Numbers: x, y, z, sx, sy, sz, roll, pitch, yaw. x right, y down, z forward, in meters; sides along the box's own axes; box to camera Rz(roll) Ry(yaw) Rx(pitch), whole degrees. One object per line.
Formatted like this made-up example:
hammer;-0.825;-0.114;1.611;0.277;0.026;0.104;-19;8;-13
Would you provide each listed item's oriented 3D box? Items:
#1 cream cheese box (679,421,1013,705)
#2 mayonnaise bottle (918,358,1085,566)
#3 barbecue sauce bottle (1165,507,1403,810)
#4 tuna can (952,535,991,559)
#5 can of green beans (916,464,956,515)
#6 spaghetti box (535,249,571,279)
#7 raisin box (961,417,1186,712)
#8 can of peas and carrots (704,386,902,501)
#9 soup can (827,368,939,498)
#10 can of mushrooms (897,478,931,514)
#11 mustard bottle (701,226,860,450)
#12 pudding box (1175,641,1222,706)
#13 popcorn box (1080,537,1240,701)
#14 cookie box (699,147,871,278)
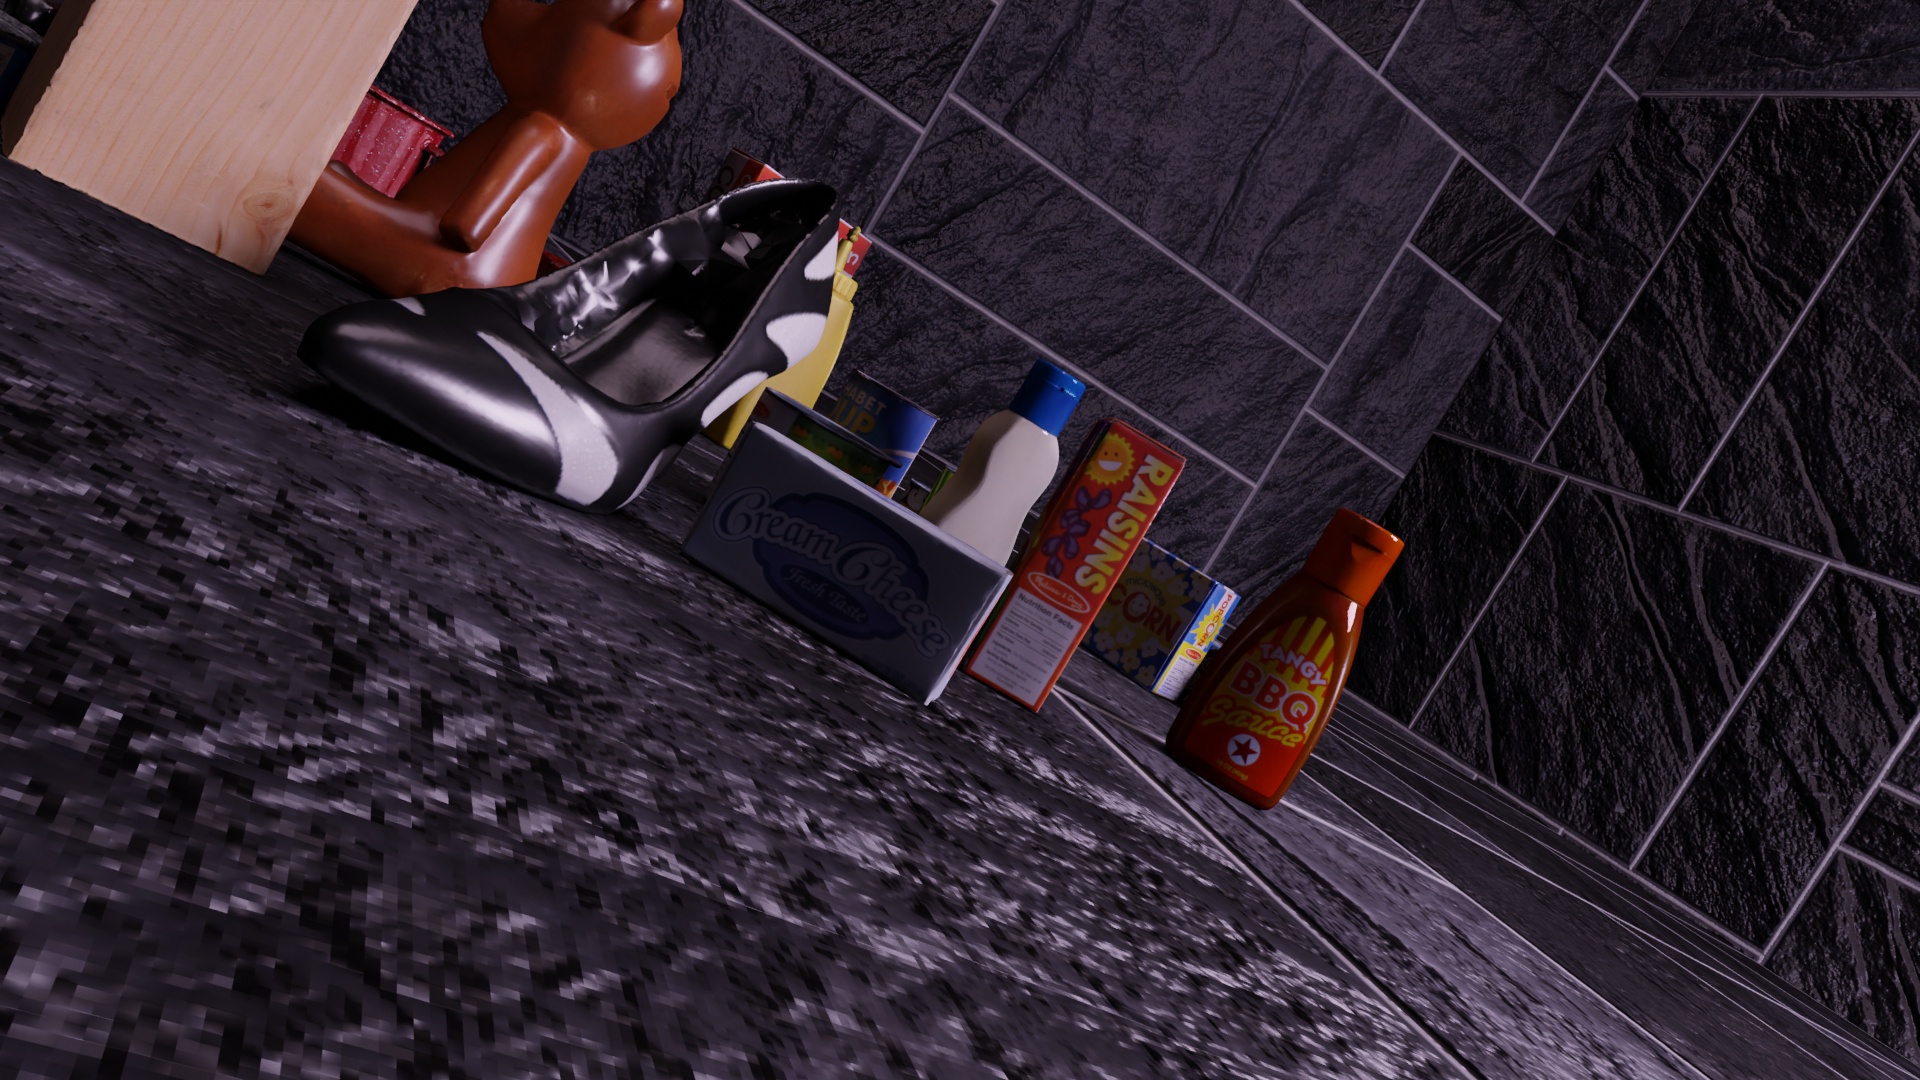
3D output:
cream cheese box;-0.040;0.007;0.481;0.104;0.053;0.024;31;4;5
mayonnaise bottle;0.026;-0.043;0.879;0.064;0.148;0.041;28;4;-33
barbecue sauce bottle;0.164;0.056;0.687;0.065;0.148;0.044;31;4;4
tuna can;-0.001;0.020;0.739;0.071;0.033;0.071;31;4;-2
can of green beans;0.003;-0.012;0.977;0.071;0.058;0.071;31;4;-2
spaghetti box;-0.214;-0.118;0.751;0.028;0.050;0.250;29;5;-31
raisin box;0.047;0.007;0.611;0.040;0.123;0.086;31;4;0
can of peas and carrots;-0.071;-0.027;0.628;0.071;0.058;0.071;31;4;-2
soup can;-0.066;-0.065;0.942;0.071;0.083;0.071;31;4;-2
can of mushrooms;-0.019;-0.017;1.048;0.071;0.033;0.071;31;4;-2
mustard bottle;-0.105;-0.128;0.874;0.049;0.160;0.065;33;4;34
pudding box;0.173;0.097;0.934;0.030;0.049;0.084;28;5;-38
popcorn box;0.117;0.042;0.951;0.127;0.085;0.038;34;5;41
cookie box;-0.147;-0.162;0.941;0.040;0.167;0.123;33;4;33
